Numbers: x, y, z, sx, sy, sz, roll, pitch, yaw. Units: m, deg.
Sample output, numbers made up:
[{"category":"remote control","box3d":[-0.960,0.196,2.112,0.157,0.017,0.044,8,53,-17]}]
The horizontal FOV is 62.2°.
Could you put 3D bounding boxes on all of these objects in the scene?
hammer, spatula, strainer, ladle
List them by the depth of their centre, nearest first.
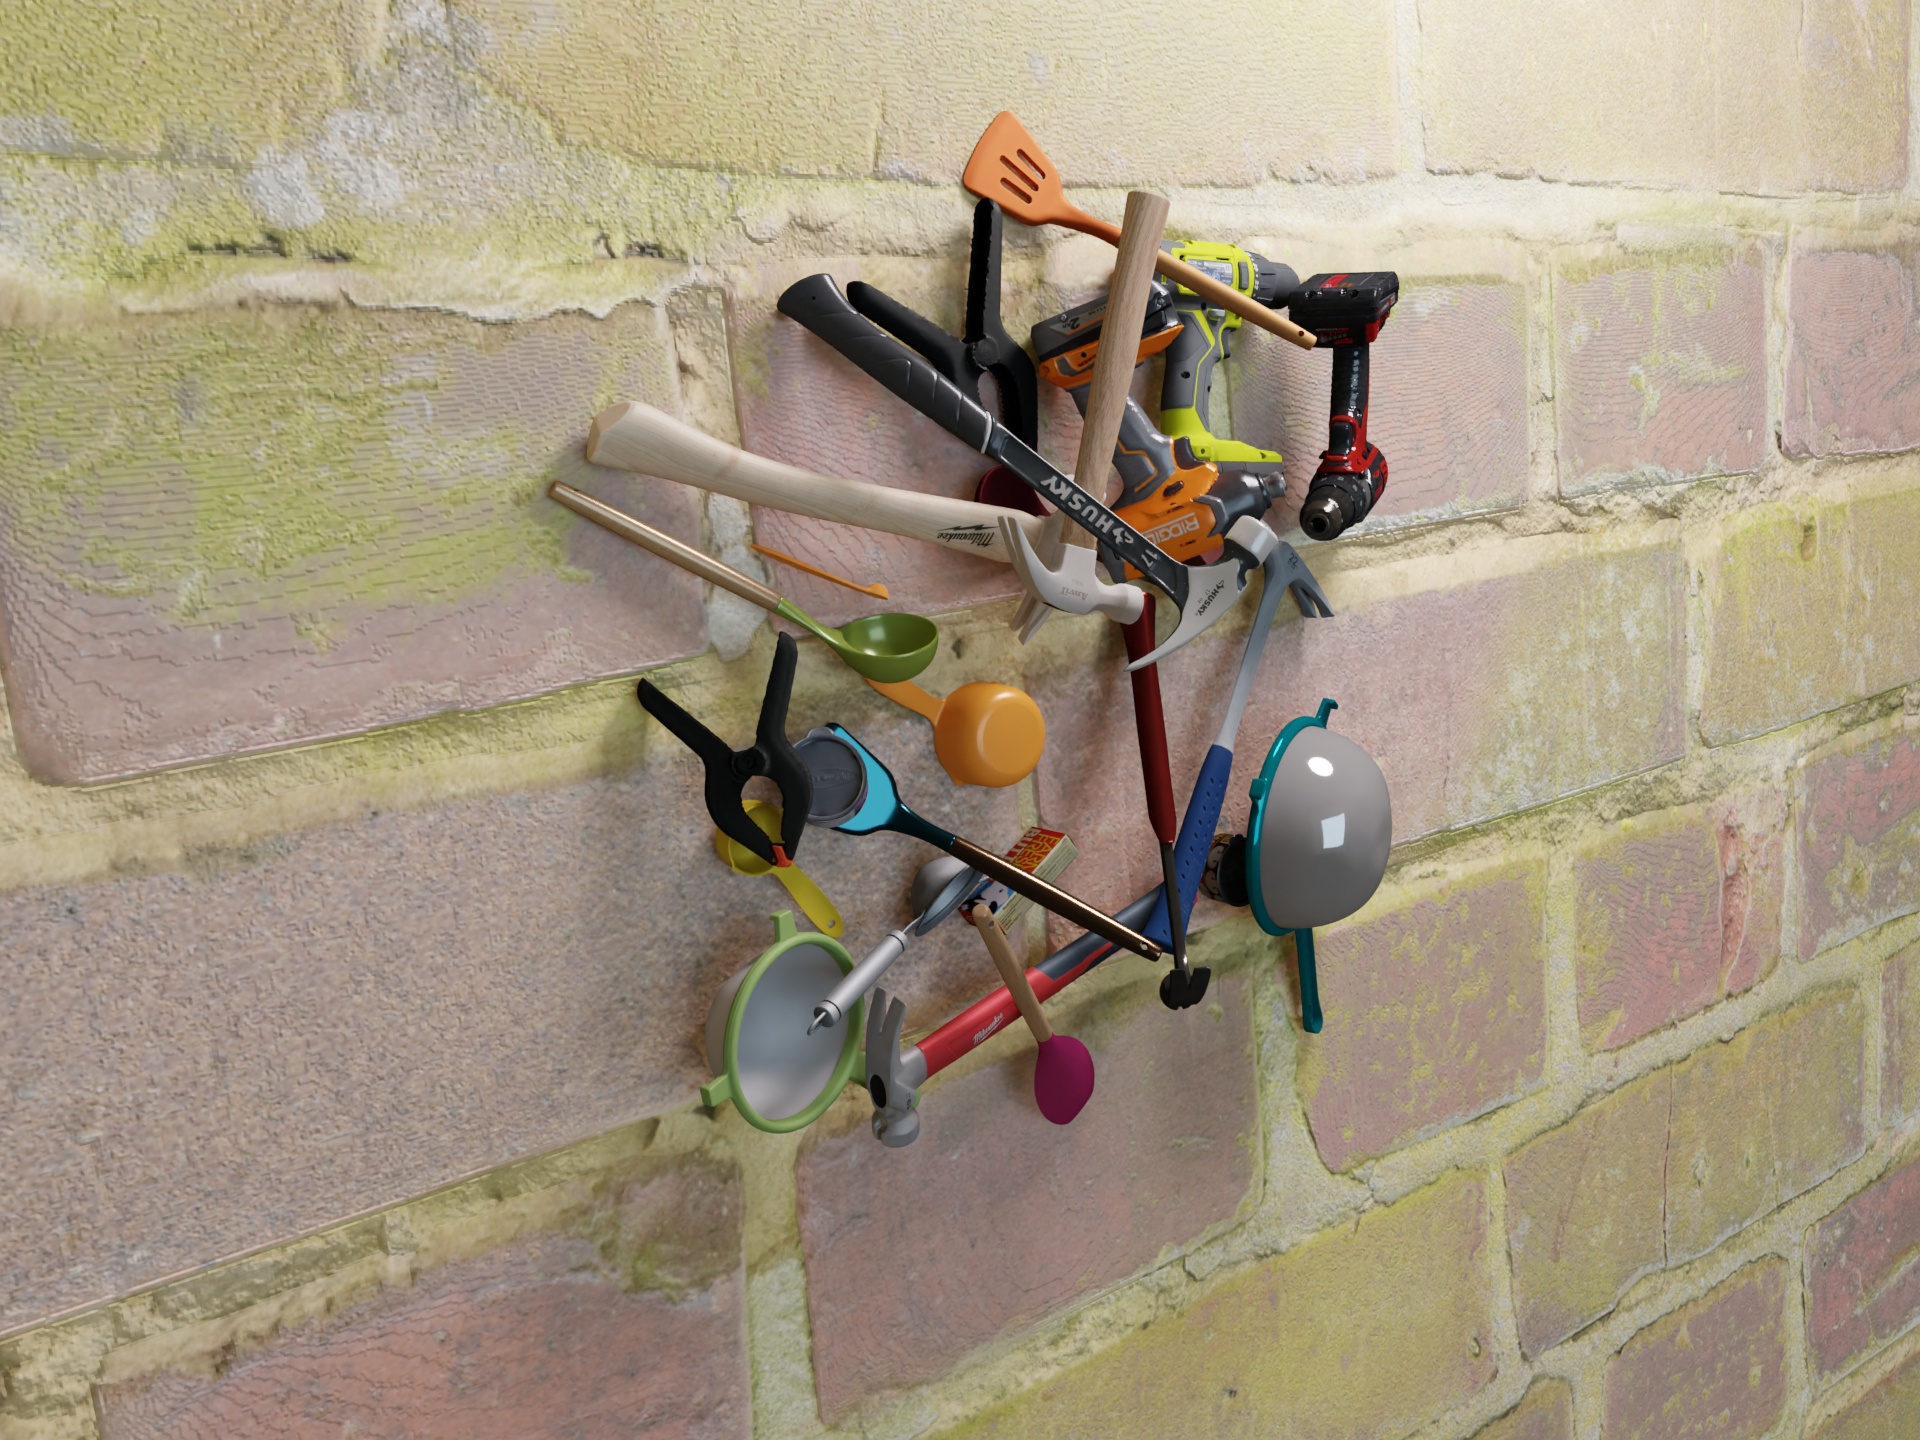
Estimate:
[{"category":"ladle","box3d":[-0.154,-0.109,1.184,0.320,0.078,0.062,27,106,-29]},{"category":"hammer","box3d":[0.031,-0.198,1.189,0.409,0.036,0.149,37,87,3]},{"category":"hammer","box3d":[-0.086,-0.159,1.221,0.410,0.038,0.146,10,119,-29]},{"category":"hammer","box3d":[0.112,-0.248,1.243,0.130,0.031,0.331,10,92,-27]},{"category":"strainer","box3d":[-0.119,0.256,1.248,0.256,0.069,0.151,44,59,-48]},{"category":"spatula","box3d":[0.016,0.110,1.250,0.317,0.044,0.082,27,78,7]},{"category":"strainer","box3d":[-0.048,0.168,1.254,0.050,0.086,0.258,37,40,10]},{"category":"spatula","box3d":[0.154,-0.392,1.319,0.322,0.041,0.081,28,77,-1]},{"category":"hammer","box3d":[0.167,0.057,1.339,0.036,0.149,0.359,-5,70,2]},{"category":"hammer","box3d":[0.071,0.207,1.341,0.386,0.038,0.143,-26,129,-39]},{"category":"ladle","box3d":[0.127,-0.148,1.393,0.315,0.031,0.069,18,81,-37]},{"category":"hammer","box3d":[0.246,0.020,1.452,0.144,0.035,0.406,34,67,-37]},{"category":"strainer","box3d":[0.359,0.163,1.514,0.211,0.095,0.340,-39,127,-48]}]

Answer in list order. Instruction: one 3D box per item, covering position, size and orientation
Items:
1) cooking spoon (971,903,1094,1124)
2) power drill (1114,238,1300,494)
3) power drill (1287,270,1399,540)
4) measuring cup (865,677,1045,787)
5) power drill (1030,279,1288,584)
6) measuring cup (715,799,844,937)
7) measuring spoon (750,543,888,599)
[{"category":"cooking spoon","box3d":[0.061,0.245,1.304,0.069,0.017,0.318,-48,139,-21]},{"category":"power drill","box3d":[0.230,-0.311,1.419,0.190,0.080,0.228,-6,95,-33]},{"category":"power drill","box3d":[0.346,-0.282,1.450,0.188,0.080,0.226,-44,133,-55]},{"category":"measuring cup","box3d":[-0.002,-0.004,1.299,0.173,0.052,0.095,29,78,-35]},{"category":"power drill","box3d":[0.164,-0.245,1.321,0.164,0.084,0.226,-20,98,10]},{"category":"measuring cup","box3d":[-0.138,0.120,1.241,0.062,0.029,0.156,-51,131,-20]},{"category":"measuring spoon","box3d":[-0.107,-0.117,1.225,0.116,0.021,0.011,20,83,-22]}]
